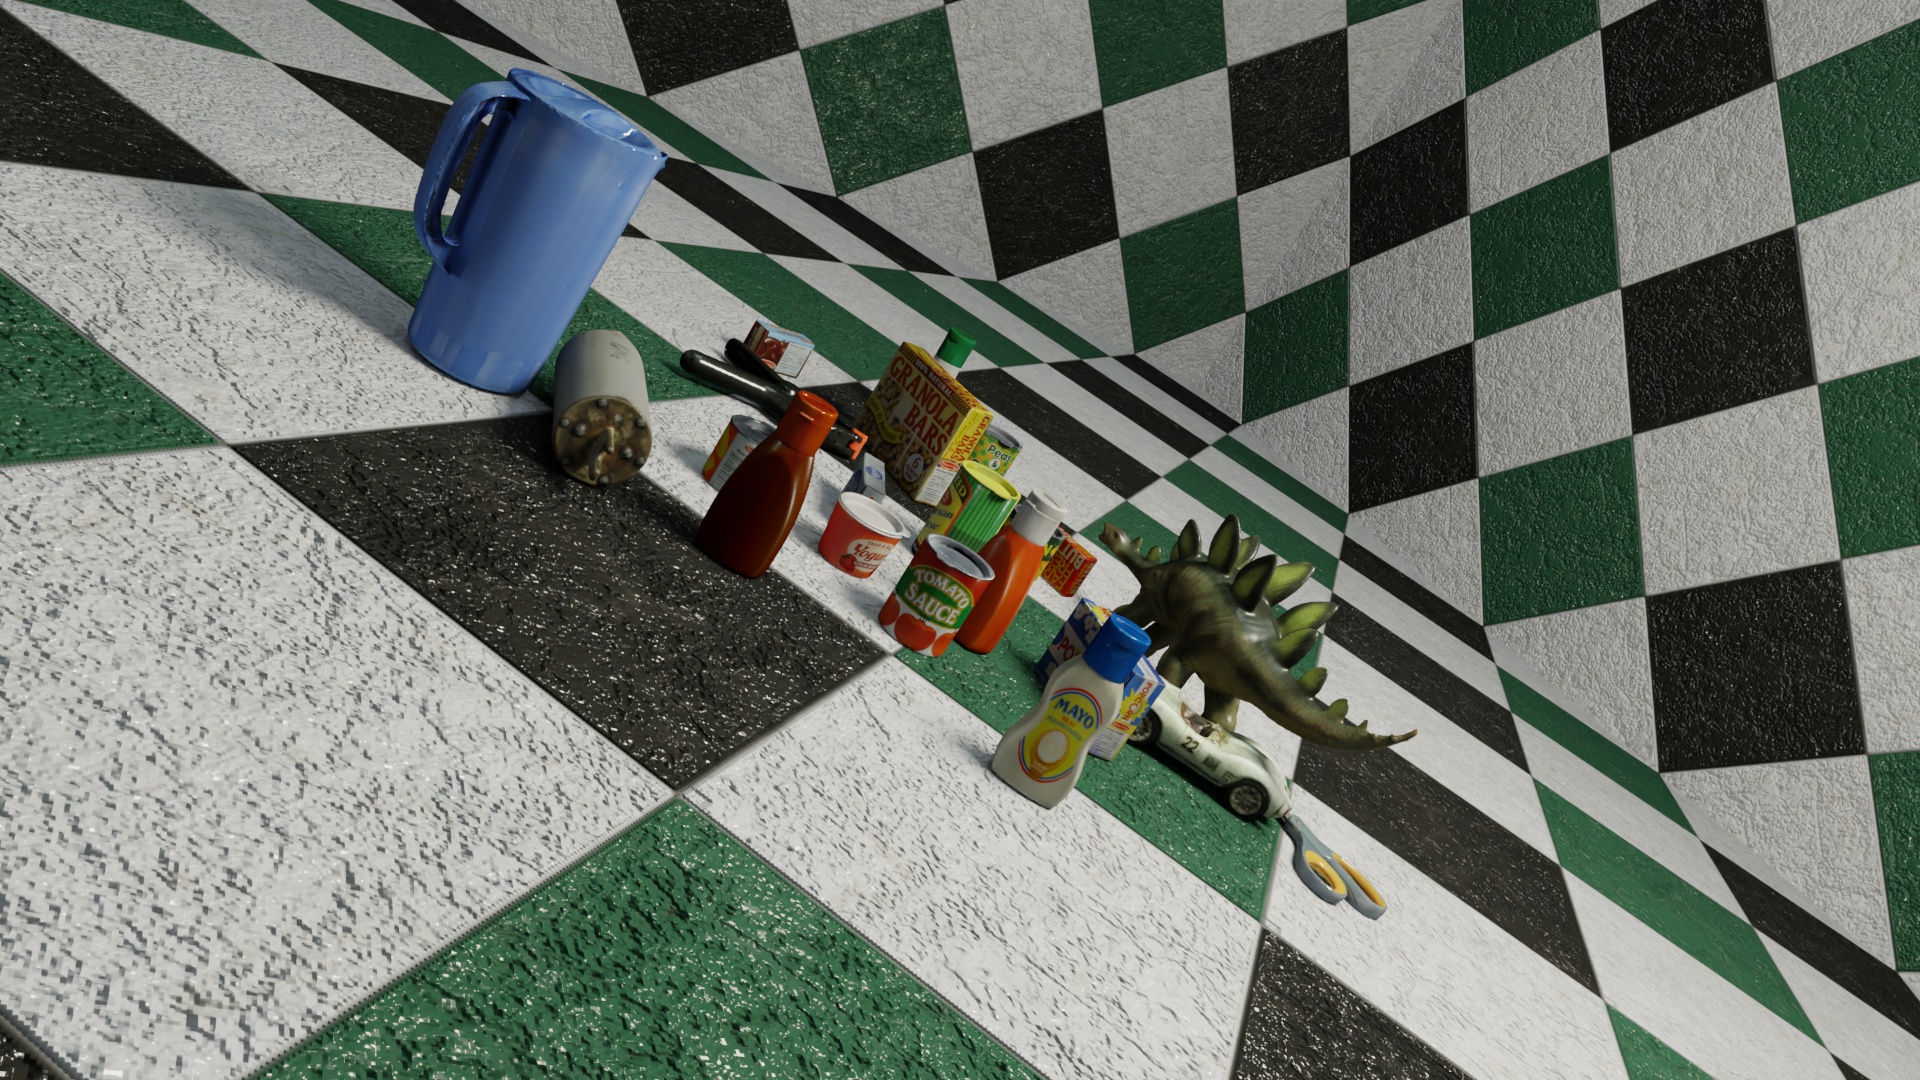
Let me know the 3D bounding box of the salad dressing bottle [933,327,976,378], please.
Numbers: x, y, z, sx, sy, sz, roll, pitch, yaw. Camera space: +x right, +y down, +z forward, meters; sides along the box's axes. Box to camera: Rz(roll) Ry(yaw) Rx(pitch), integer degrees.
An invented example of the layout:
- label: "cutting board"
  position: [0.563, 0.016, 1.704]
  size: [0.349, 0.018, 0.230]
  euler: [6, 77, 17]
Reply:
- label: "salad dressing bottle"
  position: [-0.033, -0.192, 1.716]
  size: [0.064, 0.147, 0.044]
  euler: [40, 17, 25]

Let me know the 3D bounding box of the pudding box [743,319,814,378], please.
- label: "pudding box"
  position: [-0.219, -0.228, 1.654]
  size: [0.030, 0.049, 0.084]
  euler: [43, 19, 32]

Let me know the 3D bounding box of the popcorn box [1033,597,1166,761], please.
- label: "popcorn box"
  position: [0.119, 0.119, 1.206]
  size: [0.038, 0.085, 0.127]
  euler: [24, 18, -27]

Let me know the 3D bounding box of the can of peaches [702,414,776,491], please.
- label: "can of peaches"
  position: [-0.189, -0.071, 1.243]
  size: [0.071, 0.058, 0.071]
  euler: [30, 16, -9]

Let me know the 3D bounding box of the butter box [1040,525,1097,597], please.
- label: "butter box"
  position: [0.100, 0.012, 1.537]
  size: [0.104, 0.053, 0.024]
  euler: [43, 19, 33]

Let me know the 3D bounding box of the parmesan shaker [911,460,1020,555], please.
- label: "parmesan shaker"
  position: [0.005, -0.017, 1.359]
  size: [0.071, 0.102, 0.071]
  euler: [30, 16, -9]

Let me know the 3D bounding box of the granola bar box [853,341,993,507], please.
- label: "granola bar box"
  position: [-0.045, -0.132, 1.564]
  size: [0.039, 0.124, 0.166]
  euler: [18, 22, -42]

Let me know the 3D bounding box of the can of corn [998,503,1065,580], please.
- label: "can of corn"
  position: [0.070, 0.003, 1.499]
  size: [0.071, 0.058, 0.071]
  euler: [30, 16, -9]

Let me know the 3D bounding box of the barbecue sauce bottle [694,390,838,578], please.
- label: "barbecue sauce bottle"
  position: [-0.147, -0.046, 1.084]
  size: [0.065, 0.148, 0.044]
  euler: [33, 16, 2]

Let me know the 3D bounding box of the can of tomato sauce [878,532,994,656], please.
- label: "can of tomato sauce"
  position: [-0.021, 0.046, 1.164]
  size: [0.071, 0.083, 0.071]
  euler: [30, 16, -9]

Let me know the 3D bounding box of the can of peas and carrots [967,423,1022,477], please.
- label: "can of peas and carrots"
  position: [0.037, -0.111, 1.767]
  size: [0.071, 0.058, 0.071]
  euler: [30, 16, -9]

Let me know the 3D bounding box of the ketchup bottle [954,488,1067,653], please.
- label: "ketchup bottle"
  position: [0.039, 0.024, 1.222]
  size: [0.043, 0.148, 0.065]
  euler: [17, 22, -44]

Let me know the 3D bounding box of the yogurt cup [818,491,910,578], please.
- label: "yogurt cup"
  position: [-0.090, -0.003, 1.233]
  size: [0.072, 0.053, 0.072]
  euler: [30, 16, -9]

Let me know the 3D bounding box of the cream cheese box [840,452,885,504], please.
- label: "cream cheese box"
  position: [-0.095, -0.044, 1.342]
  size: [0.024, 0.053, 0.104]
  euler: [28, 17, -14]

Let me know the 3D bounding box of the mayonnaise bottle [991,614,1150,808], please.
- label: "mayonnaise bottle"
  position: [0.085, 0.123, 1.022]
  size: [0.065, 0.147, 0.041]
  euler: [33, 16, 3]
